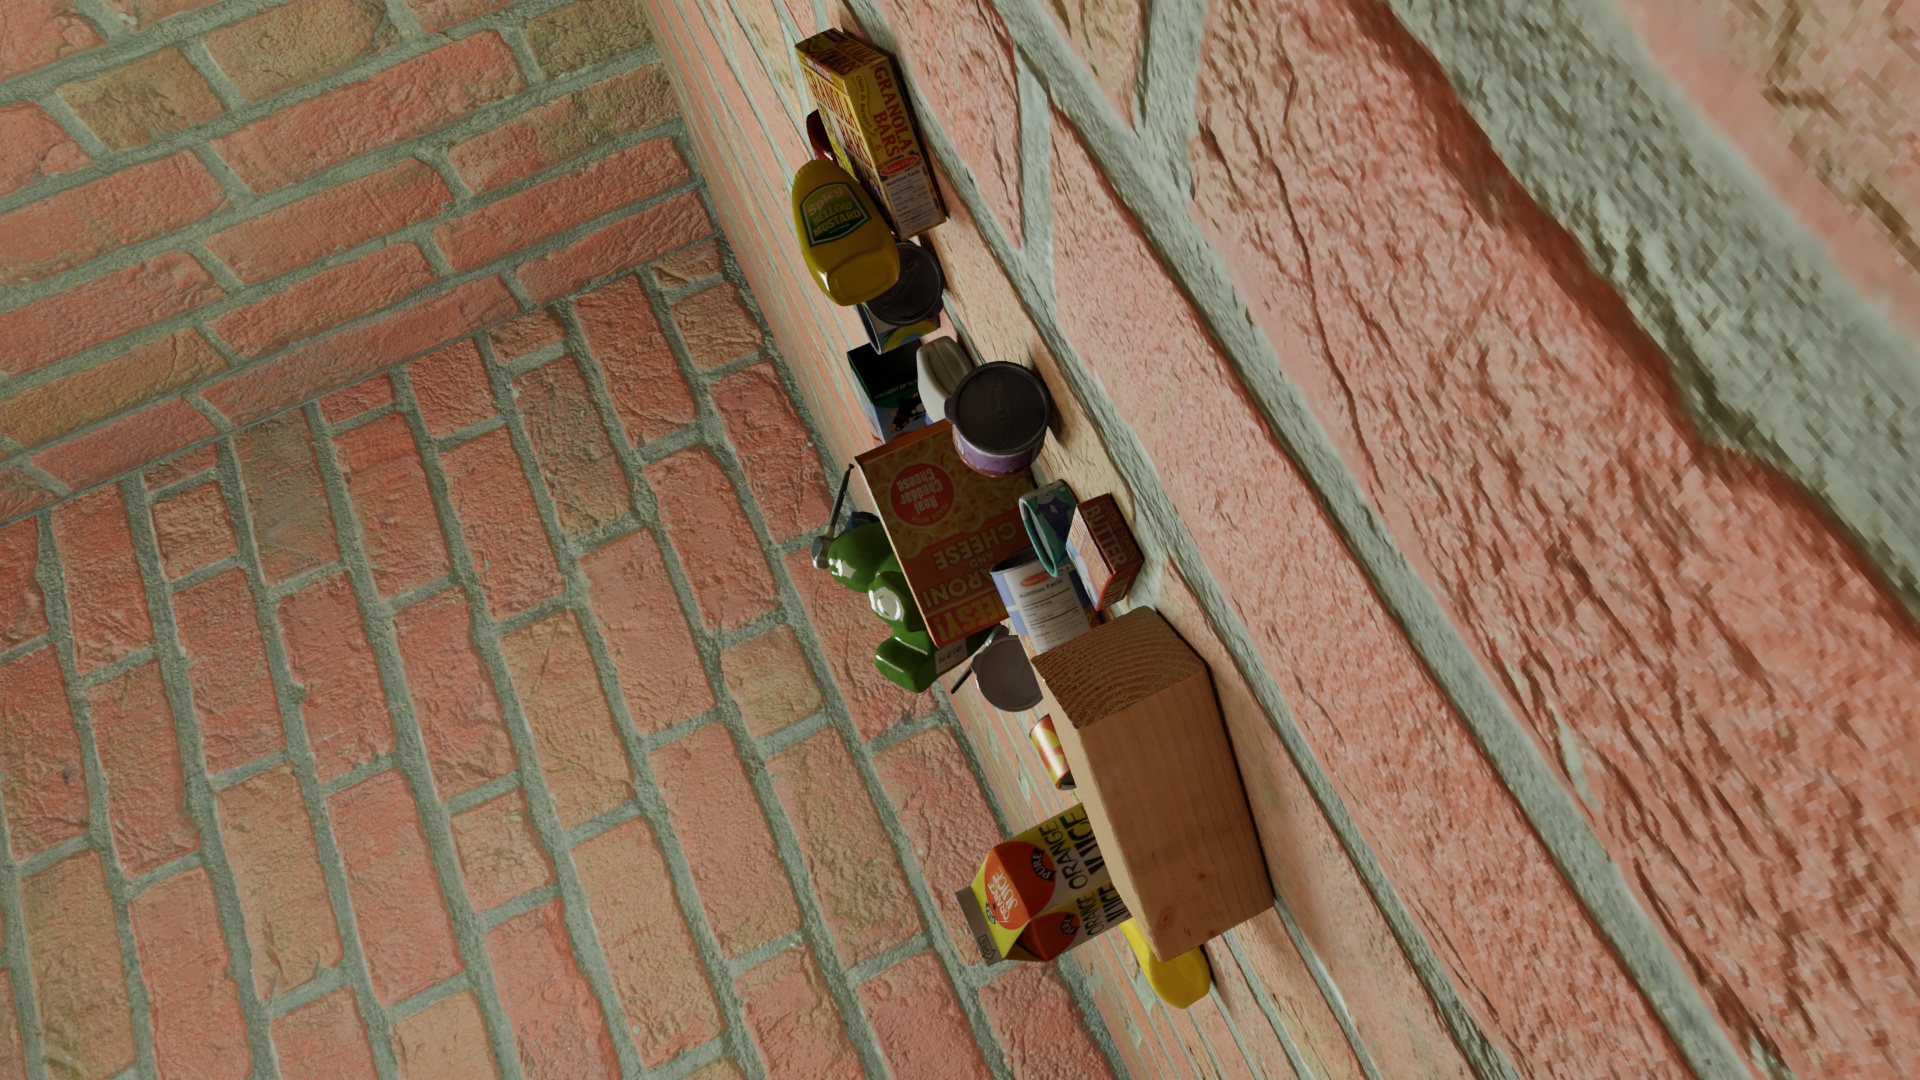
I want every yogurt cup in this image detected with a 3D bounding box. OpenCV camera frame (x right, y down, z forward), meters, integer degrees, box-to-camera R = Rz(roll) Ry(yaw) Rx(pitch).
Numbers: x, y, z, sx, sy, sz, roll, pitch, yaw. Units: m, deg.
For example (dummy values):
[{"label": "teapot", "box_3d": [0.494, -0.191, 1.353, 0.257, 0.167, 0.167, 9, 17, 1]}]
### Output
[{"label": "yogurt cup", "box_3d": [0.049, 0.120, 1.245, 0.054, 0.072, 0.072, 63, -179, -80]}]

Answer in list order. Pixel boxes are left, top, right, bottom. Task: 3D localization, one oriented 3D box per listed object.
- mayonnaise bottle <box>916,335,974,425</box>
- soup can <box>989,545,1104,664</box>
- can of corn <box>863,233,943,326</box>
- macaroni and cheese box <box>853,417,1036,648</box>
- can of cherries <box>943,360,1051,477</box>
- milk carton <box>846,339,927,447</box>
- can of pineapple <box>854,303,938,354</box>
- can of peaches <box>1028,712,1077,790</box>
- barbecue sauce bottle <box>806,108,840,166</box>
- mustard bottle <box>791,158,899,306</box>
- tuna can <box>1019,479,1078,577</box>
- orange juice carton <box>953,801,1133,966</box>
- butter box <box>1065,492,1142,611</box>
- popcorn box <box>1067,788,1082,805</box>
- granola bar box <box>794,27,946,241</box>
[{"label": "mayonnaise bottle", "box_3d": [-0.012, -0.127, 1.206, 0.065, 0.041, 0.148, 61, 174, 8]}, {"label": "soup can", "box_3d": [0.069, 0.048, 1.079, 0.071, 0.071, 0.083, -157, 43, -80]}, {"label": "can of corn", "box_3d": [-0.051, -0.209, 1.119, 0.058, 0.071, 0.071, -128, 15, -65]}, {"label": "macaroni and cheese box", "box_3d": [0.004, -0.014, 1.118, 0.040, 0.124, 0.166, -127, 14, -72]}, {"label": "can of cherries", "box_3d": [0.024, -0.082, 0.949, 0.058, 0.071, 0.071, 93, 152, -77]}, {"label": "milk carton", "box_3d": [-0.052, -0.117, 1.415, 0.189, 0.072, 0.074, 76, 168, -50]}, {"label": "can of pineapple", "box_3d": [-0.058, -0.204, 1.216, 0.071, 0.058, 0.071, 159, 88, -83]}, {"label": "can of peaches", "box_3d": [0.106, 0.189, 1.287, 0.071, 0.071, 0.058, 78, 166, -60]}, {"label": "barbecue sauce bottle", "box_3d": [-0.097, -0.309, 1.221, 0.065, 0.044, 0.148, 61, 172, 29]}, {"label": "mustard bottle", "box_3d": [-0.094, -0.238, 1.021, 0.048, 0.065, 0.161, 65, 180, -50]}, {"label": "tuna can", "box_3d": [0.071, -0.006, 1.010, 0.071, 0.033, 0.071, 159, 87, -83]}, {"label": "orange juice carton", "box_3d": [0.093, 0.254, 1.065, 0.072, 0.193, 0.072, 58, 170, 43]}, {"label": "butter box", "box_3d": [0.094, 0.009, 0.924, 0.103, 0.024, 0.053, 91, 155, -74]}, {"label": "popcorn box", "box_3d": [0.130, 0.244, 1.405, 0.084, 0.038, 0.127, 75, 169, -47]}, {"label": "granola bar box", "box_3d": [-0.068, -0.304, 1.028, 0.166, 0.039, 0.123, -125, 11, -58]}]
